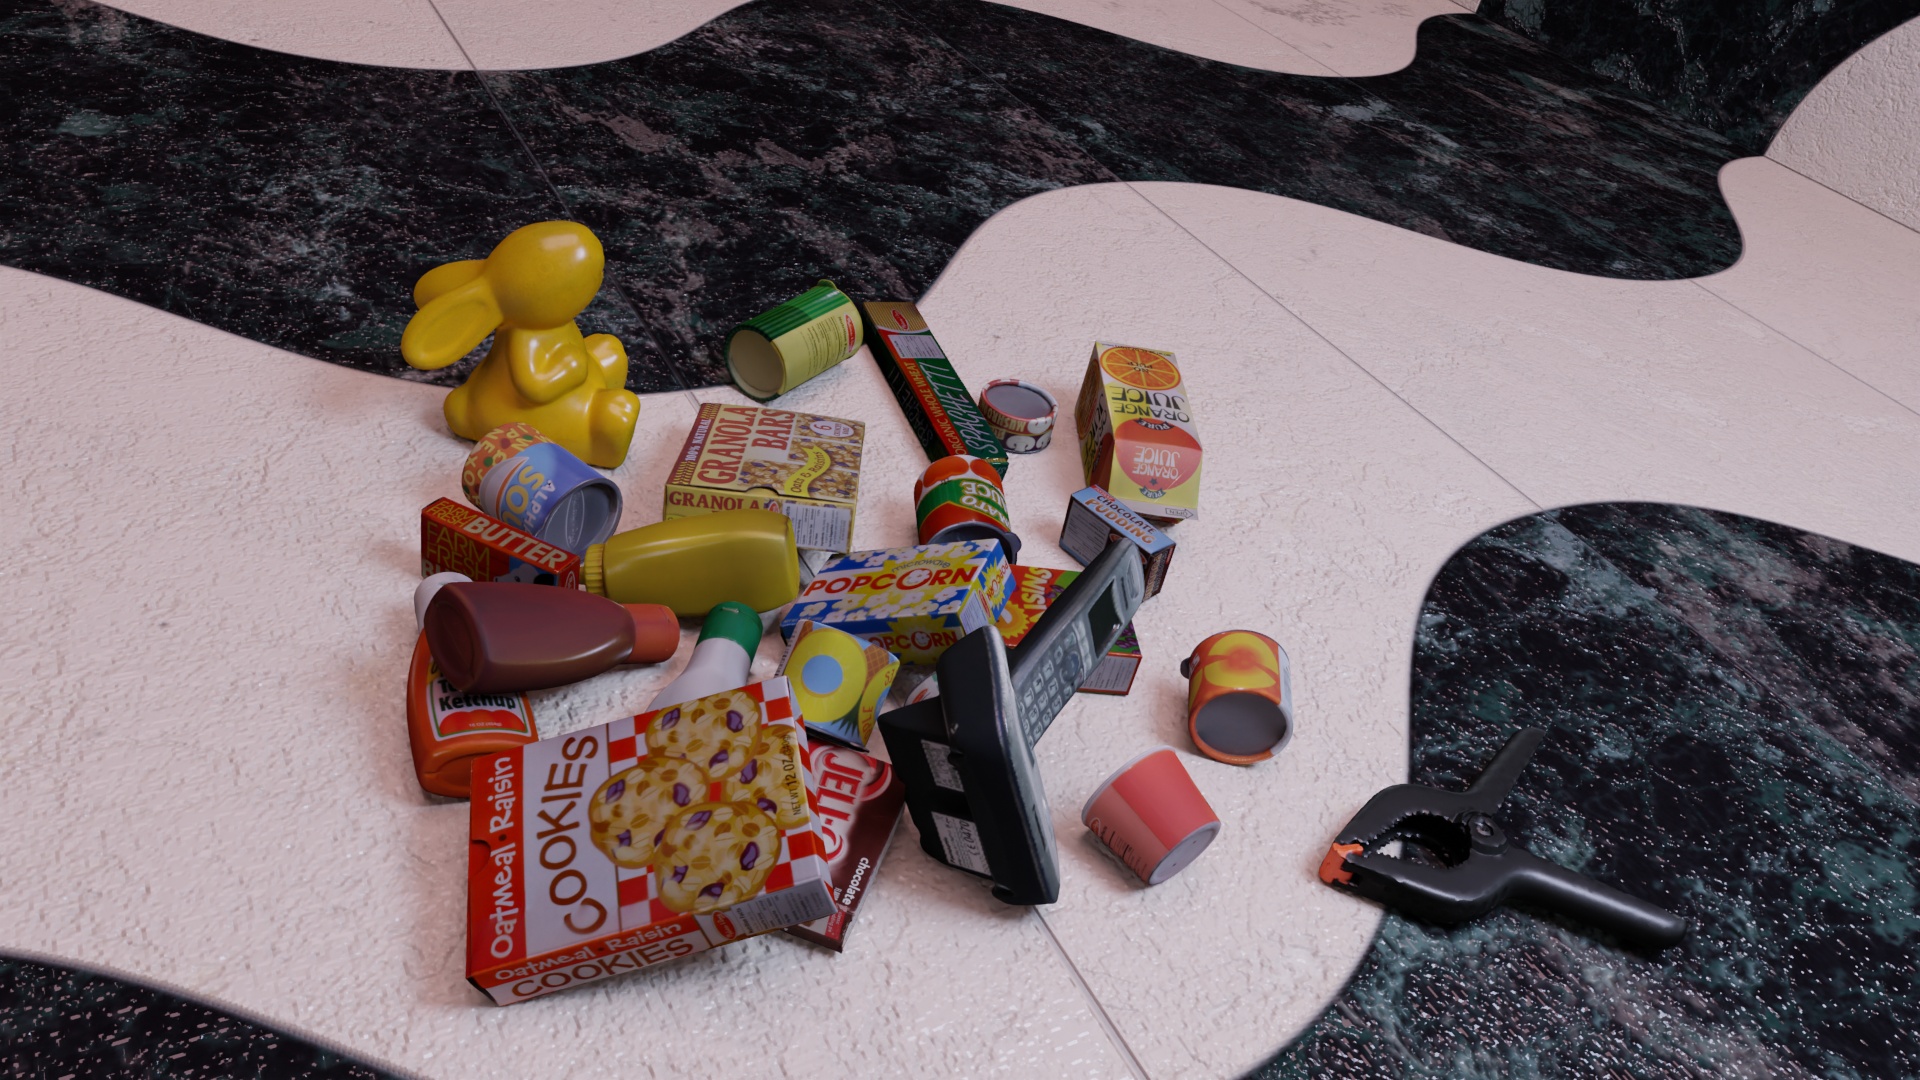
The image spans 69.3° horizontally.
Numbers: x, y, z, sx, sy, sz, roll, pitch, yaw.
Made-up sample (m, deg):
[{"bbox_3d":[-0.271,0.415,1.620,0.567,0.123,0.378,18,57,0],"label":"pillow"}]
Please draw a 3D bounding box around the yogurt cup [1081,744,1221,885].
[{"bbox_3d":[0.111,0.158,0.792,0.072,0.072,0.054,-18,54,-36],"label":"yogurt cup"}]

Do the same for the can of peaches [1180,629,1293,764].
[{"bbox_3d":[0.176,0.100,0.889,0.071,0.070,0.058,14,37,0],"label":"can of peaches"}]

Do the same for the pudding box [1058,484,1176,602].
[{"bbox_3d":[0.113,0.003,1.010,0.030,0.049,0.084,-22,49,-37],"label":"pudding box"}]

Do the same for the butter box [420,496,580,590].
[{"bbox_3d":[-0.286,0.016,0.859,0.103,0.052,0.024,23,35,12],"label":"butter box"}]

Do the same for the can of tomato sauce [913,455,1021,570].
[{"bbox_3d":[0.003,-0.012,0.978,0.071,0.070,0.083,6,36,-11],"label":"can of tomato sauce"}]

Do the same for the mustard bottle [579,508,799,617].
[{"bbox_3d":[-0.184,0.017,0.880,0.160,0.065,0.049,-4,25,0],"label":"mustard bottle"}]

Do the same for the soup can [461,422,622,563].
[{"bbox_3d":[-0.277,-0.030,0.912,0.084,0.071,0.072,32,40,24],"label":"soup can"}]

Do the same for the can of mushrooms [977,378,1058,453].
[{"bbox_3d":[0.044,-0.102,1.142,0.071,0.033,0.071,10,36,-7],"label":"can of mushrooms"}]

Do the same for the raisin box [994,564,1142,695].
[{"bbox_3d":[0.051,0.057,0.927,0.123,0.039,0.086,6,38,-10],"label":"raisin box"}]

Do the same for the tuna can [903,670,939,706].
[{"bbox_3d":[0.004,0.107,0.823,0.071,0.070,0.033,-3,40,-22],"label":"tuna can"}]

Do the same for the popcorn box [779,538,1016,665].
[{"bbox_3d":[-0.039,0.041,0.875,0.126,0.038,0.085,-5,29,25],"label":"popcorn box"}]

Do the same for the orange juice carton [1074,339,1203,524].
[{"bbox_3d":[0.141,-0.078,1.108,0.072,0.072,0.194,8,37,-8],"label":"orange juice carton"}]

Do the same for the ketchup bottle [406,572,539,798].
[{"bbox_3d":[-0.282,0.078,0.786,0.065,0.043,0.149,2,36,-31],"label":"ketchup bottle"}]

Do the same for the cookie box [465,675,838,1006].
[{"bbox_3d":[-0.155,0.144,0.685,0.167,0.040,0.123,-15,47,-3],"label":"cookie box"}]

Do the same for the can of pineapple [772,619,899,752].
[{"bbox_3d":[-0.074,0.085,0.808,0.071,0.071,0.058,20,78,9],"label":"can of pineapple"}]

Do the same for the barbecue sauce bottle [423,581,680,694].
[{"bbox_3d":[-0.226,0.054,0.794,0.149,0.043,0.065,4,43,-55],"label":"barbecue sauce bottle"}]

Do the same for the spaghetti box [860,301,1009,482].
[{"bbox_3d":[-0.027,-0.126,1.154,0.050,0.028,0.251,-3,39,-22],"label":"spaghetti box"}]

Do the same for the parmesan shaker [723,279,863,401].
[{"bbox_3d":[-0.137,-0.164,1.133,0.071,0.071,0.103,29,39,20],"label":"parmesan shaker"}]

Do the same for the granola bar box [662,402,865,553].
[{"bbox_3d":[-0.132,-0.048,0.972,0.124,0.039,0.166,6,24,-5],"label":"granola bar box"}]

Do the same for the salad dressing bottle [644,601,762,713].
[{"bbox_3d":[-0.147,0.093,0.810,0.064,0.043,0.148,4,35,3],"label":"salad dressing bottle"}]
